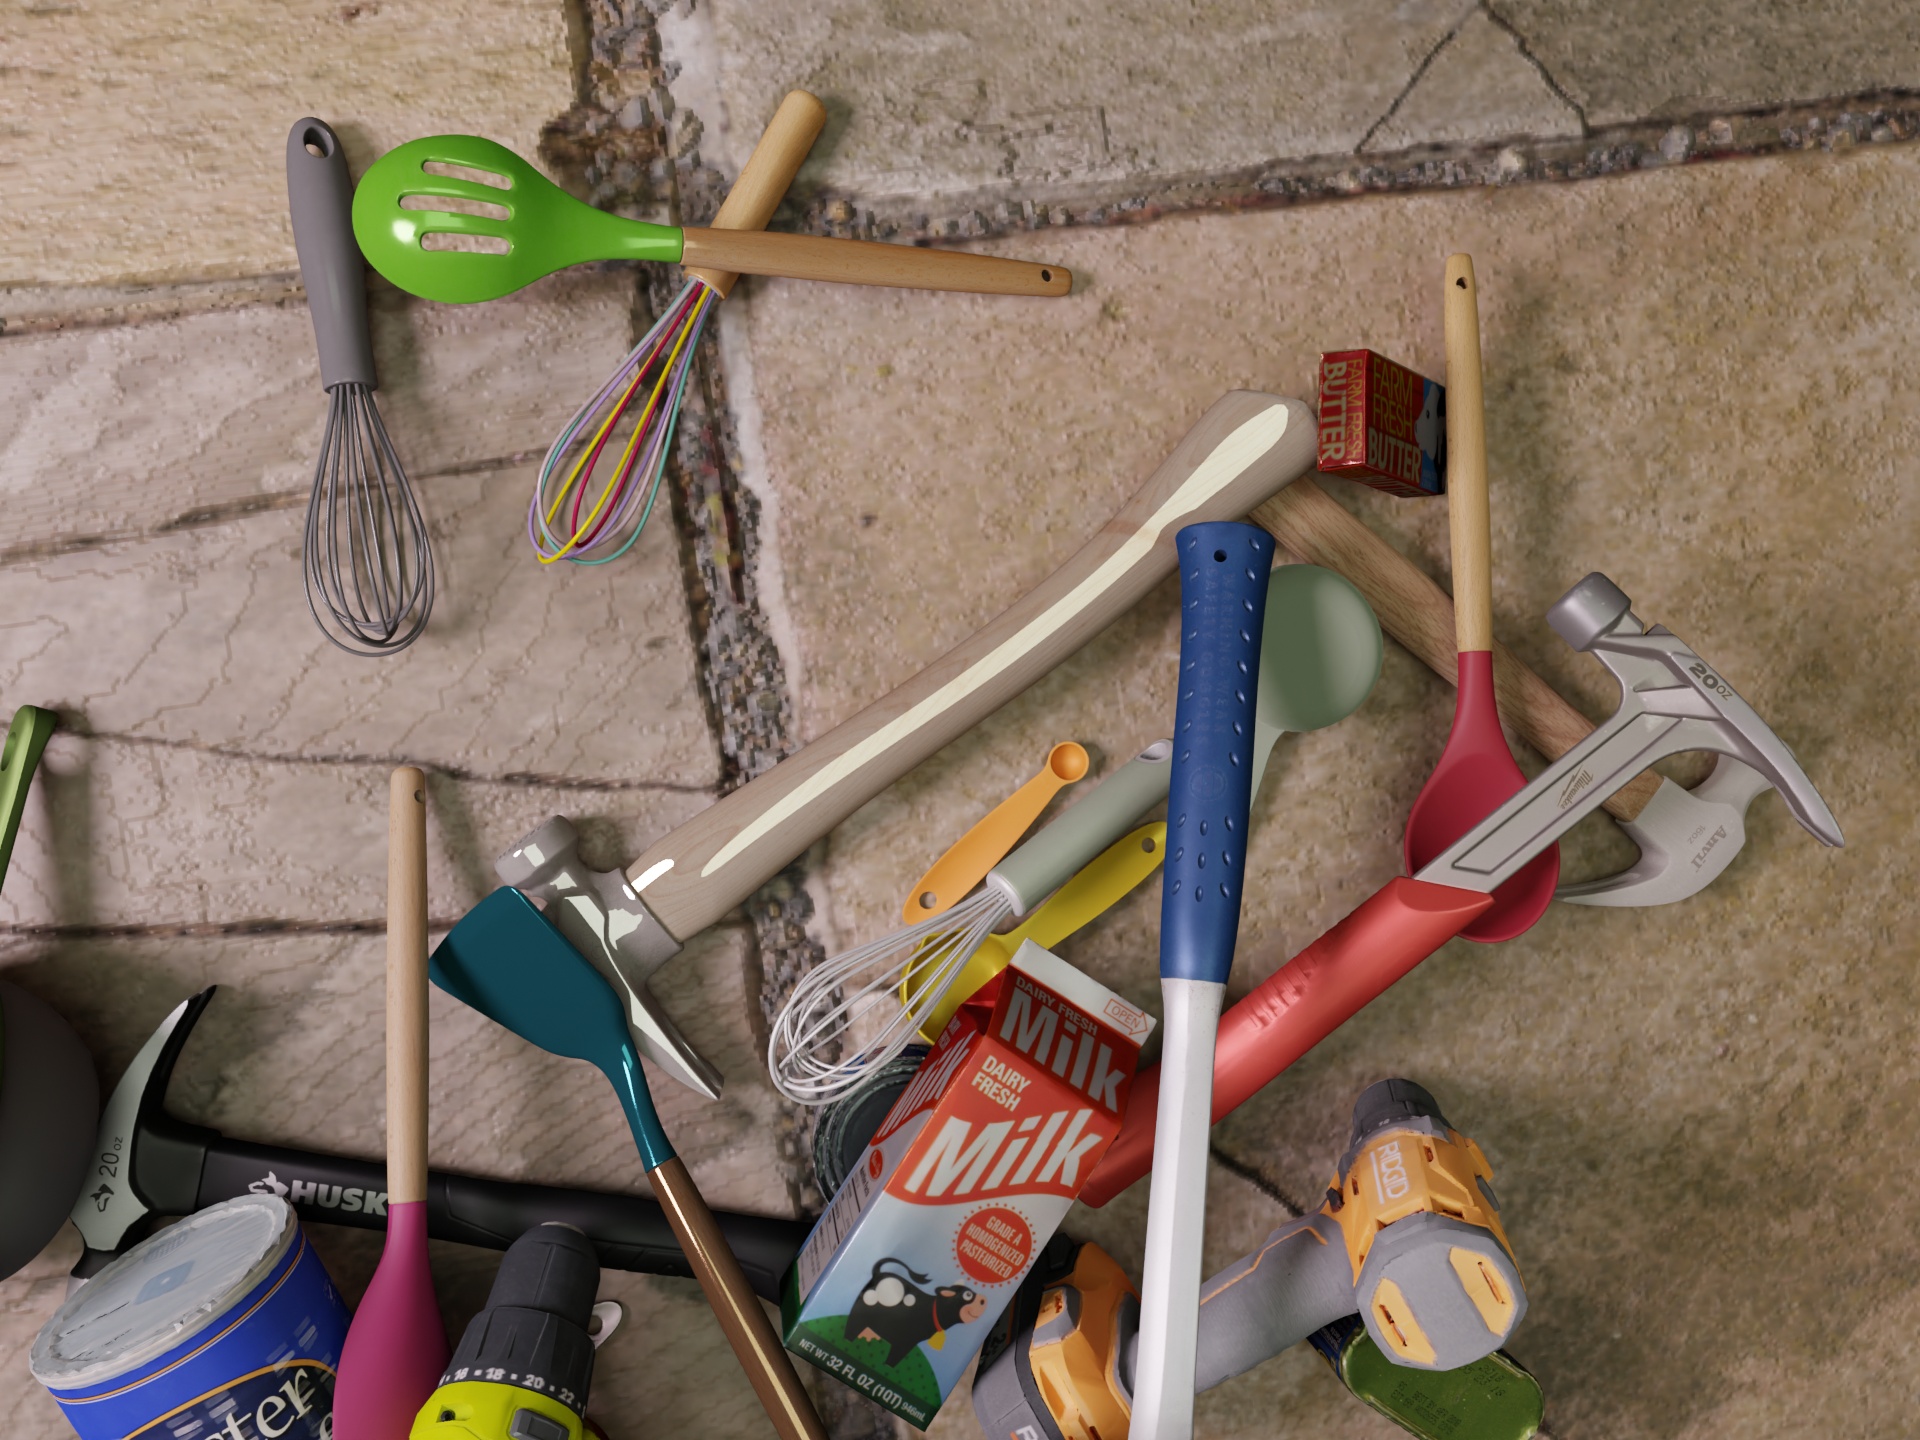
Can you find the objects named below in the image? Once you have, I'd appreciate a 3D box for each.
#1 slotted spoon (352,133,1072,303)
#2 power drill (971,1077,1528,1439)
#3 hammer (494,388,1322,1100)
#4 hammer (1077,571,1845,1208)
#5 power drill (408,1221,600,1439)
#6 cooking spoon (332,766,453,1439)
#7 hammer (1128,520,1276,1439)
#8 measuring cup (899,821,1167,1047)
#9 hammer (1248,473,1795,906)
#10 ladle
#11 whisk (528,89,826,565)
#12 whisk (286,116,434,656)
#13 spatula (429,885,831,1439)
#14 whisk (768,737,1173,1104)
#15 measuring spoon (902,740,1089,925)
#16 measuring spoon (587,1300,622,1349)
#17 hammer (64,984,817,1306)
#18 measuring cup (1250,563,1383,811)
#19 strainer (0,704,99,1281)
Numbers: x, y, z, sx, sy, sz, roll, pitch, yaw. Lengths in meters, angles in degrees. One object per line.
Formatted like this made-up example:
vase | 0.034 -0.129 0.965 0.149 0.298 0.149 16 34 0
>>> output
slotted spoon | -0.095 -0.205 0.688 0.313 0.031 0.070 0 89 -21
power drill | 0.128 0.241 0.701 0.226 0.185 0.084 -29 95 14
hammer | -0.001 -0.002 0.715 0.410 0.038 0.146 -37 96 0
hammer | 0.192 0.105 0.703 0.359 0.036 0.149 -42 76 11
power drill | -0.125 0.332 0.649 0.080 0.191 0.228 -31 123 33
cooking spoon | -0.230 0.174 0.663 0.017 0.068 0.319 -13 73 24
hammer | 0.097 0.115 0.627 0.144 0.035 0.406 1 74 19
measuring cup | 0.038 0.096 0.747 0.156 0.029 0.062 -36 91 -17
hammer | 0.240 -0.031 0.761 0.331 0.031 0.130 38 86 -6
ladle | 0.234 -0.058 0.731 0.069 0.031 0.315 -2 88 5
whisk | -0.123 -0.175 0.711 0.051 0.047 0.245 29 84 -5
whisk | -0.269 -0.146 0.693 0.055 0.055 0.239 -8 87 -7
spatula | -0.122 0.215 0.670 0.082 0.044 0.318 -41 75 33
whisk | 0.015 0.083 0.708 0.246 0.058 0.059 -37 119 -21
measuring spoon | 0.016 0.053 0.748 0.117 0.011 0.021 -45 95 -1
measuring spoon | -0.208 0.303 0.724 0.124 0.018 0.034 -32 82 -12
hammer | -0.213 0.214 0.709 0.334 0.035 0.146 11 90 -7
measuring cup | 0.139 0.009 0.732 0.083 0.038 0.167 21 100 2
strainer | -0.397 0.123 0.671 0.069 0.151 0.256 23 66 -44
